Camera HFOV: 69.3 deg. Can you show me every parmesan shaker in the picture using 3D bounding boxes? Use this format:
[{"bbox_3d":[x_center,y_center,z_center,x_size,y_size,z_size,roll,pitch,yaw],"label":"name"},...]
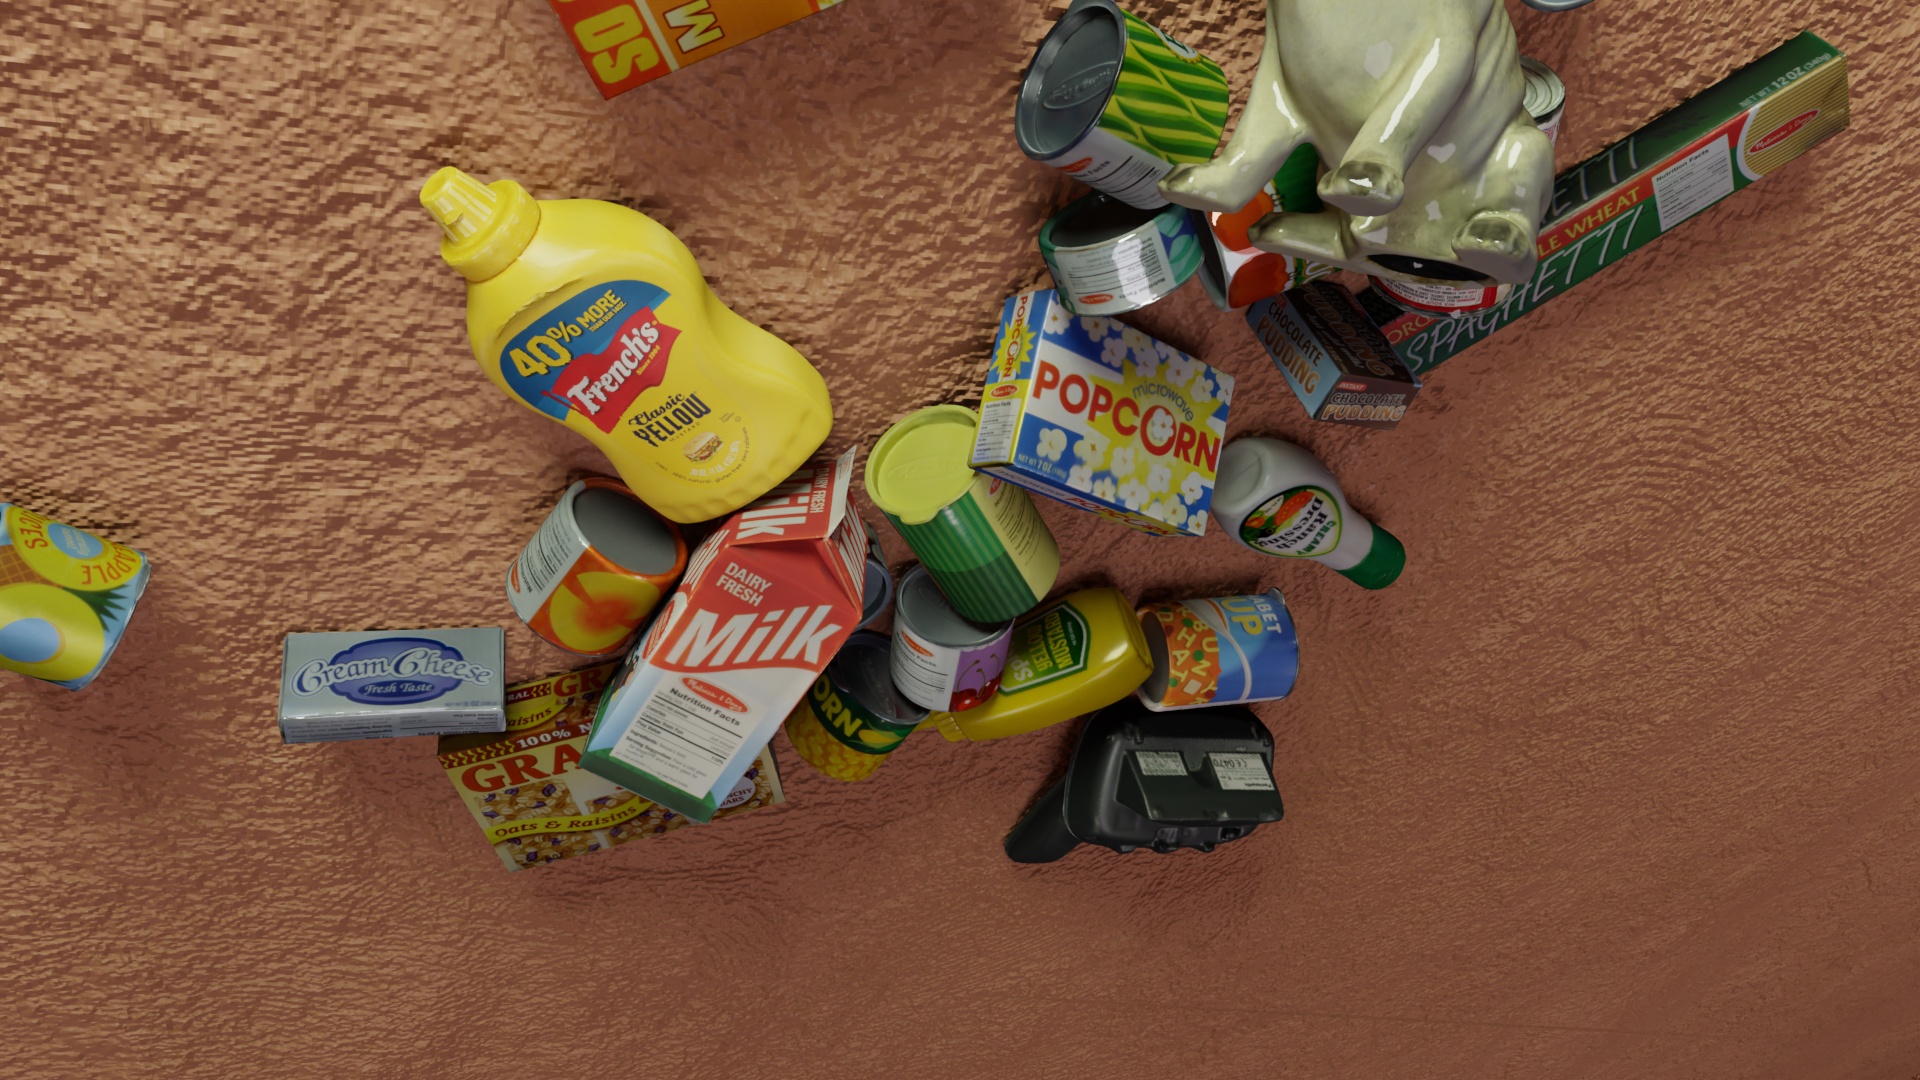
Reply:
[{"bbox_3d":[0.003,-0.009,0.701,0.071,0.071,0.102,-26,138,7],"label":"parmesan shaker"}]

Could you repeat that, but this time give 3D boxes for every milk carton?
[{"bbox_3d":[-0.103,0.039,0.669,0.073,0.073,0.189,30,116,-17],"label":"milk carton"}]

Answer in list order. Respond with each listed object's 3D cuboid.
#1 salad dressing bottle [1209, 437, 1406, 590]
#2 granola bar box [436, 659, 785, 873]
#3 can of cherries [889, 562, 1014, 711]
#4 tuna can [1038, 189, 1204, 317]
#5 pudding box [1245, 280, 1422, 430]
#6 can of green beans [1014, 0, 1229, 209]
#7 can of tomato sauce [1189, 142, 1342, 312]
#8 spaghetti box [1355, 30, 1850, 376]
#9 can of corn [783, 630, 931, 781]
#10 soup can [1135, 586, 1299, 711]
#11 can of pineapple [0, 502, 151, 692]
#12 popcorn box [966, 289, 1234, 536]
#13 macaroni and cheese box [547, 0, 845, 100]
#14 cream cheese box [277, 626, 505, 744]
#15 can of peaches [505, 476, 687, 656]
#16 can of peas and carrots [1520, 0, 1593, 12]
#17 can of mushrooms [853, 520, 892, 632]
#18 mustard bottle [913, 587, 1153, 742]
[{"bbox_3d":[0.201,-0.011,0.793,0.147,0.044,0.064,24,124,-38],"label":"salad dressing bottle"},{"bbox_3d":[-0.193,0.121,0.789,0.166,0.039,0.123,-14,137,-6],"label":"granola bar box"},{"bbox_3d":[-0.003,0.051,0.767,0.071,0.072,0.058,-6,136,-14],"label":"can of cherries"},{"bbox_3d":[0.070,-0.129,0.602,0.071,0.071,0.032,-23,121,4],"label":"tuna can"},{"bbox_3d":[0.179,-0.091,0.671,0.050,0.084,0.030,5,132,-24],"label":"pudding box"},{"bbox_3d":[0.064,-0.173,0.556,0.058,0.071,0.071,15,128,-33],"label":"can of green beans"},{"bbox_3d":[0.145,-0.144,0.614,0.083,0.071,0.071,-20,138,1],"label":"can of tomato sauce"},{"bbox_3d":[0.312,-0.160,0.690,0.250,0.029,0.050,-31,137,12],"label":"spaghetti box"},{"bbox_3d":[-0.060,0.094,0.789,0.071,0.071,0.058,18,127,-34],"label":"can of corn"},{"bbox_3d":[0.152,0.065,0.840,0.084,0.071,0.071,-3,135,-17],"label":"soup can"},{"bbox_3d":[-0.392,0.023,0.592,0.071,0.071,0.058,-40,134,21],"label":"can of pineapple"},{"bbox_3d":[0.070,-0.058,0.665,0.127,0.085,0.038,19,169,-34],"label":"popcorn box"},{"bbox_3d":[-0.073,-0.235,0.459,0.166,0.040,0.123,-22,137,3],"label":"macaroni and cheese box"},{"bbox_3d":[-0.281,0.071,0.693,0.104,0.053,0.024,-1,136,-20],"label":"cream cheese box"},{"bbox_3d":[-0.171,0.012,0.663,0.071,0.071,0.058,21,123,-36],"label":"can of peaches"},{"bbox_3d":[0.227,-0.250,0.542,0.071,0.059,0.070,-10,137,-9],"label":"can of peas and carrots"},{"bbox_3d":[-0.073,0.019,0.730,0.071,0.033,0.070,-11,138,-10],"label":"can of mushrooms"},{"bbox_3d":[0.031,0.083,0.816,0.160,0.065,0.048,-25,142,12],"label":"mustard bottle"}]
